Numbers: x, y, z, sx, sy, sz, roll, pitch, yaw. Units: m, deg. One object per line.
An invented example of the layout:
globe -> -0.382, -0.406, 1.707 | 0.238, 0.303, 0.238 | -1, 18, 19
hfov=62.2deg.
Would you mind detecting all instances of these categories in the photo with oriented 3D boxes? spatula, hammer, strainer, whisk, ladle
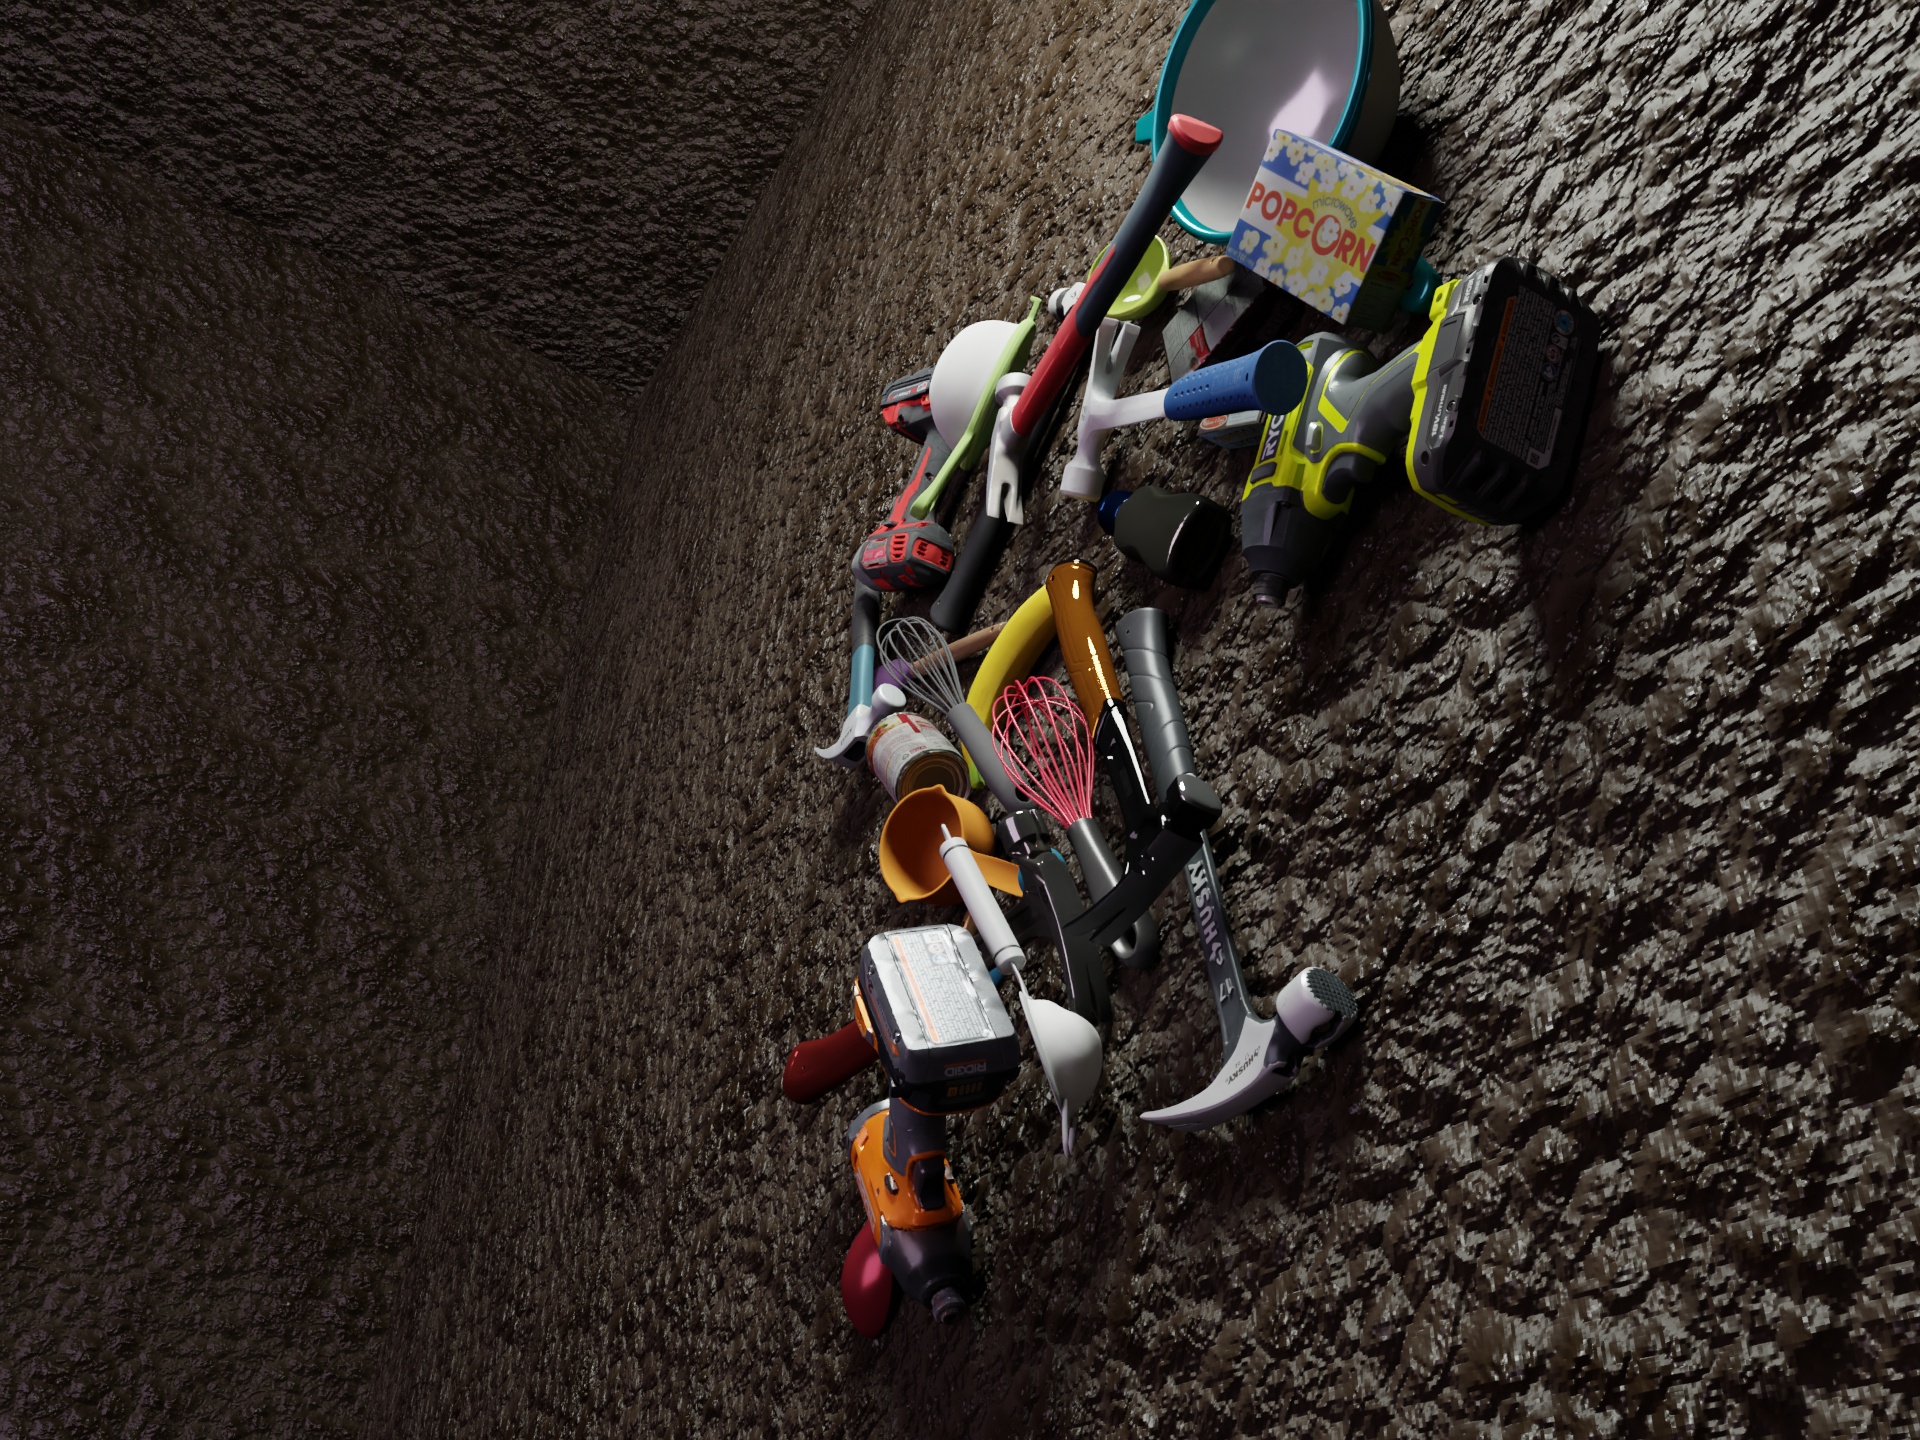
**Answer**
spatula -> -0.031, -0.049, 1.479 | 0.316, 0.018, 0.060 | -21, 50, 62
hammer -> 0.092, -0.003, 1.062 | 0.127, 0.034, 0.337 | -55, 25, 28
hammer -> -0.096, -0.075, 1.600 | 0.128, 0.033, 0.331 | -52, 23, 31
strainer -> 0.257, -0.383, 1.078 | 0.211, 0.095, 0.341 | -55, 46, 38
whisk -> -0.003, -0.005, 1.262 | 0.055, 0.055, 0.239 | -57, 47, 25
hammer -> 0.146, -0.228, 1.108 | 0.406, 0.035, 0.144 | -147, 68, -77
hammer -> 0.055, -0.233, 1.433 | 0.335, 0.035, 0.146 | -65, 22, 6
hammer -> 0.098, -0.301, 1.212 | 0.386, 0.038, 0.143 | 128, 152, -60
hammer -> 0.138, 0.065, 0.981 | 0.149, 0.036, 0.409 | -54, 26, 32
whisk -> 0.078, 0.063, 1.091 | 0.073, 0.073, 0.296 | -57, 31, 25
strainer -> -0.010, -0.277, 1.448 | 0.256, 0.069, 0.151 | -61, -4, -37
ladle -> 0.153, -0.342, 1.205 | 0.078, 0.062, 0.320 | -54, 11, 7
hammer -> -0.027, 0.210, 1.138 | 0.359, 0.036, 0.149 | -43, 55, 42
strainer -> 0.036, 0.155, 0.999 | 0.050, 0.086, 0.259 | -27, 48, -3
ladle -> -0.033, 0.289, 1.170 | 0.069, 0.031, 0.315 | -15, 54, 62

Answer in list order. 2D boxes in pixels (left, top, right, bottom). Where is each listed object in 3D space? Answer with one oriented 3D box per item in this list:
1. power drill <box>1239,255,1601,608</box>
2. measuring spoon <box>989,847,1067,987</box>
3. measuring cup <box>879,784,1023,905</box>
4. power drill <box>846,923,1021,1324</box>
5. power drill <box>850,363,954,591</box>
power drill -> 0.242, -0.156, 0.902 | 0.223, 0.080, 0.171 | -12, 58, 67
measuring spoon -> 0.036, 0.146, 1.135 | 0.042, 0.021, 0.128 | 43, 115, 38
measuring cup -> 0.015, 0.109, 1.209 | 0.174, 0.052, 0.095 | 17, 87, 42
power drill -> -0.020, 0.263, 1.016 | 0.164, 0.084, 0.226 | -118, 29, -51
power drill -> -0.047, -0.234, 1.596 | 0.143, 0.078, 0.220 | -4, 69, 56
